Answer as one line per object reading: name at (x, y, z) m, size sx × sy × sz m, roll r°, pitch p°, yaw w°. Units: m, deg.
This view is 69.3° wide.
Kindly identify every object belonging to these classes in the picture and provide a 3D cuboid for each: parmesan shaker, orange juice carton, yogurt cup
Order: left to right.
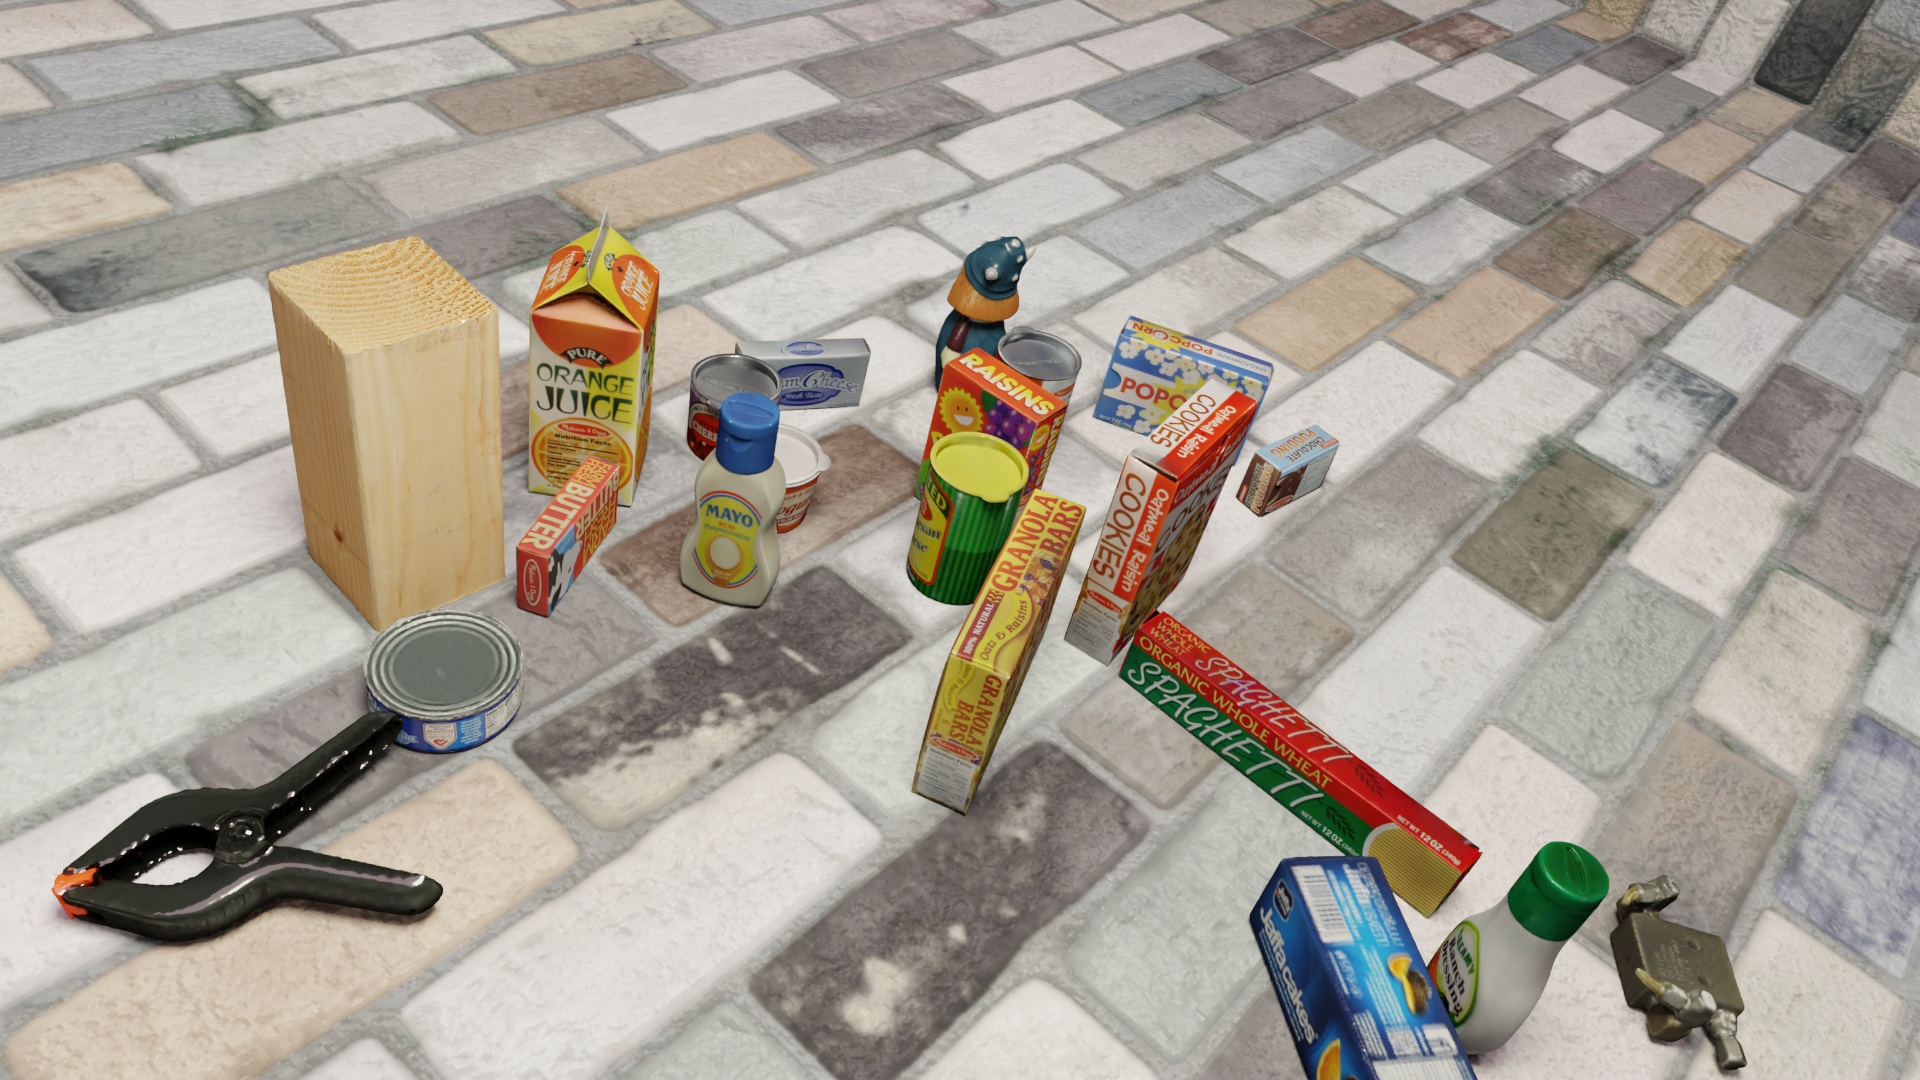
orange juice carton at (-0.244, -0.120, 0.923) m, size 0.073 × 0.191 × 0.072 m, roll 8°, pitch 41°, yaw -8°
yogurt cup at (-0.133, -0.042, 0.975) m, size 0.072 × 0.053 × 0.073 m, roll 9°, pitch 41°, yaw -7°
parmesan shaker at (0.003, -0.012, 0.944) m, size 0.071 × 0.102 × 0.072 m, roll 9°, pitch 41°, yaw -7°

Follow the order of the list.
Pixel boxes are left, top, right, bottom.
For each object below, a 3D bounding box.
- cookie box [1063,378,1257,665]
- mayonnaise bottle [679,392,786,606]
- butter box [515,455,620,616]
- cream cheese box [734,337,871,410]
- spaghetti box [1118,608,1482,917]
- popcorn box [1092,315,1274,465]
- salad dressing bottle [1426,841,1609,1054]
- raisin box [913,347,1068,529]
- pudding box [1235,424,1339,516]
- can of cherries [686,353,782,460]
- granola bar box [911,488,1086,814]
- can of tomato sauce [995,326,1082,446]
cookie box at (0.135, -0.012, 0.936) m, size 0.040 × 0.166 × 0.123 m, roll 31°, pitch 43°, yaw 18°
mayonnaise bottle at (-0.141, -0.025, 0.880) m, size 0.065 × 0.147 × 0.041 m, roll 17°, pitch 40°, yaw 2°
butter box at (-0.253, -0.005, 0.896) m, size 0.024 × 0.052 × 0.104 m, roll 18°, pitch 40°, yaw 3°
cream cheese box at (-0.124, -0.128, 1.076) m, size 0.104 × 0.053 × 0.024 m, roll -5°, pitch 44°, yaw -22°
spaghetti box at (0.206, 0.136, 0.879) m, size 0.250 × 0.049 × 0.029 m, roll 38°, pitch 45°, yaw 25°
popcorn box at (0.182, -0.123, 1.139) m, size 0.127 × 0.084 × 0.038 m, roll 20°, pitch 40°, yaw 6°
salad dressing bottle at (0.292, 0.217, 0.738) m, size 0.044 × 0.146 × 0.064 m, roll 13°, pitch 40°, yaw -3°
raisin box at (0.020, -0.064, 0.993) m, size 0.086 × 0.122 × 0.040 m, roll 36°, pitch 44°, yaw 23°
pudding box at (0.264, -0.057, 1.117) m, size 0.084 × 0.049 × 0.030 m, roll -24°, pitch 54°, yaw -37°
can of cherries at (-0.168, -0.094, 1.020) m, size 0.071 × 0.058 × 0.072 m, roll 9°, pitch 41°, yaw -7°
granola bar box at (0.024, 0.064, 0.848) m, size 0.039 × 0.123 × 0.166 m, roll 21°, pitch 41°, yaw 7°
can of tomato sauce at (0.052, -0.114, 1.091) m, size 0.071 × 0.082 × 0.071 m, roll 9°, pitch 41°, yaw -7°
